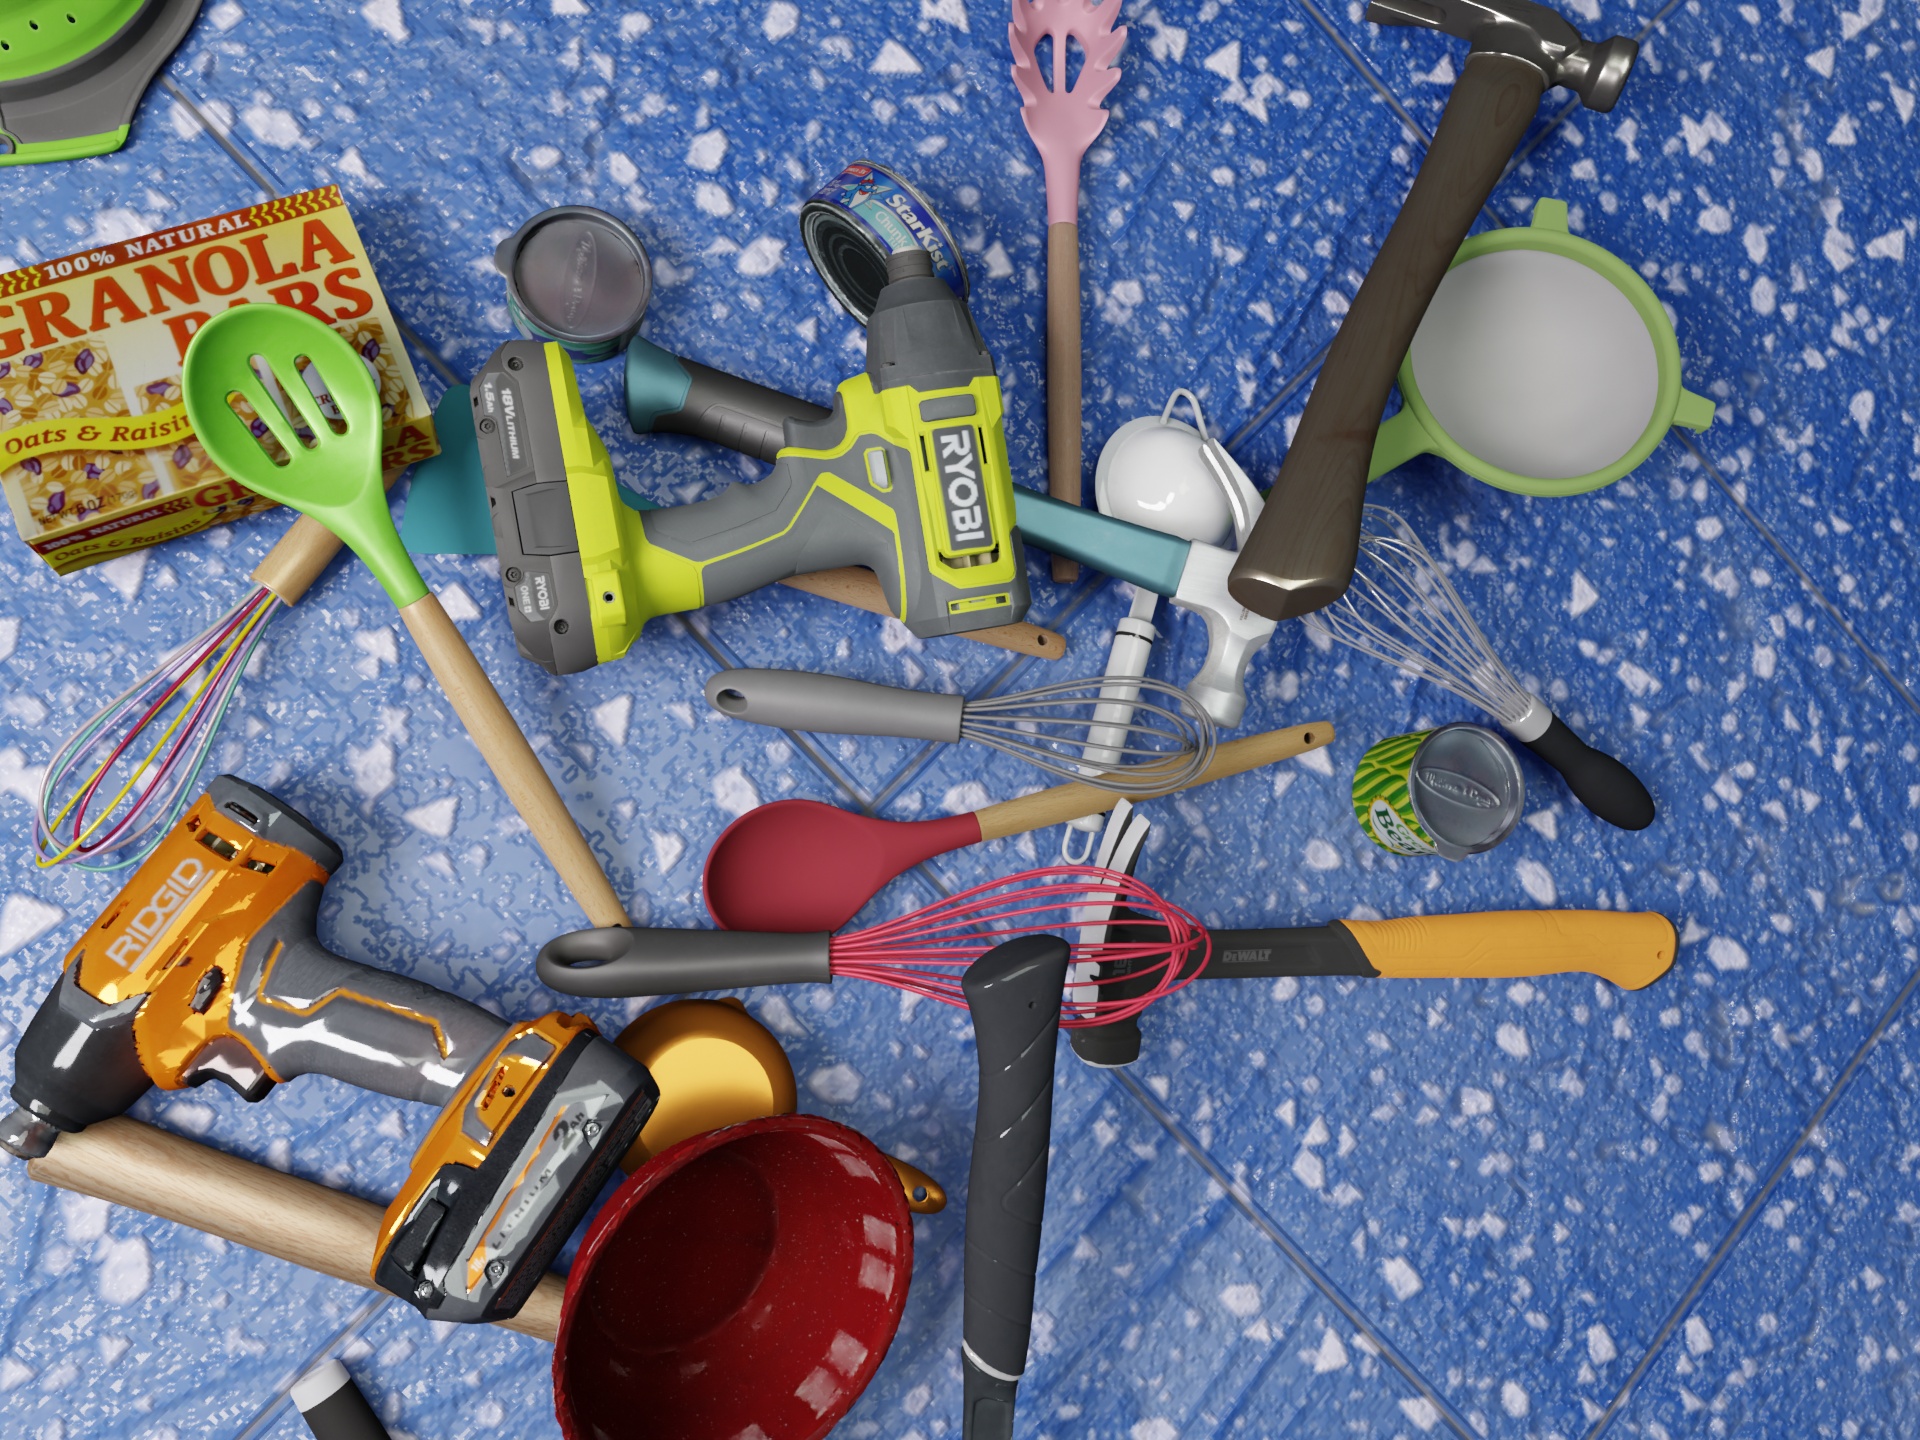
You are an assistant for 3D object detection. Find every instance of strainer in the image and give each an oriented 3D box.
[{"bbox_3d":[0.092,-0.052,0.798,0.086,0.050,0.258,19,81,-20],"label":"strainer"},{"bbox_3d":[0.252,-0.154,0.844,0.256,0.069,0.151,-30,79,-7],"label":"strainer"}]

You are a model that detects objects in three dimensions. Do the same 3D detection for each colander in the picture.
[{"bbox_3d":[-0.444,-0.440,0.667,0.204,0.094,0.397,-10,86,-17],"label":"colander"}]

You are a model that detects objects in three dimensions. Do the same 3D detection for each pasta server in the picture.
[{"bbox_3d":[0.053,-0.228,0.810,0.060,0.040,0.316,1,84,-3],"label":"pasta server"}]

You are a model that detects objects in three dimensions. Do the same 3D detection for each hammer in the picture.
[{"bbox_3d":[-0.003,-0.108,0.755,0.331,0.033,0.128,19,88,-4],"label":"hammer"},{"bbox_3d":[0.018,0.290,0.677,0.149,0.036,0.409,0,100,-19],"label":"hammer"},{"bbox_3d":[-0.223,0.235,0.675,0.331,0.031,0.130,23,77,-11],"label":"hammer"},{"bbox_3d":[0.219,0.107,0.800,0.336,0.034,0.127,2,106,-18],"label":"hammer"},{"bbox_3d":[0.213,-0.224,0.794,0.146,0.038,0.411,23,65,11],"label":"hammer"}]

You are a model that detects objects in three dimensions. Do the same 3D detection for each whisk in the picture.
[{"bbox_3d":[-0.001,-0.003,0.736,0.239,0.055,0.055,6,81,3],"label":"whisk"},{"bbox_3d":[0.269,-0.020,0.816,0.284,0.070,0.070,35,75,-24],"label":"whisk"},{"bbox_3d":[-0.038,0.103,0.698,0.296,0.073,0.073,-2,83,-1],"label":"whisk"},{"bbox_3d":[-0.307,-0.037,0.682,0.051,0.047,0.245,35,72,-8],"label":"whisk"}]

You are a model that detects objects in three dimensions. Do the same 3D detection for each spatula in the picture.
[{"bbox_3d":[-0.097,-0.077,0.757,0.317,0.044,0.082,16,79,-18],"label":"spatula"}]

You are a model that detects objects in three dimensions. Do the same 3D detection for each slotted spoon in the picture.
[{"bbox_3d":[-0.219,-0.027,0.672,0.070,0.031,0.313,-32,109,-13],"label":"slotted spoon"}]

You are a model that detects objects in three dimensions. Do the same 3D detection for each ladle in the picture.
[{"bbox_3d":[0.033,0.043,0.756,0.315,0.031,0.069,-14,95,-10],"label":"ladle"}]

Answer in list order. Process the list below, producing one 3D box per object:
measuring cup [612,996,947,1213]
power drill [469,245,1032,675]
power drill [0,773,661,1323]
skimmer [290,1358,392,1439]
[{"bbox_3d":[-0.078,0.186,0.710,0.173,0.052,0.095,26,77,-9],"label":"measuring cup"},{"bbox_3d":[-0.089,-0.110,0.689,0.223,0.080,0.171,-10,92,-14],"label":"power drill"},{"bbox_3d":[-0.254,0.143,0.629,0.226,0.084,0.164,31,70,8],"label":"power drill"},{"bbox_3d":[-0.182,0.431,0.630,0.127,0.090,0.363,-31,89,14],"label":"skimmer"}]
